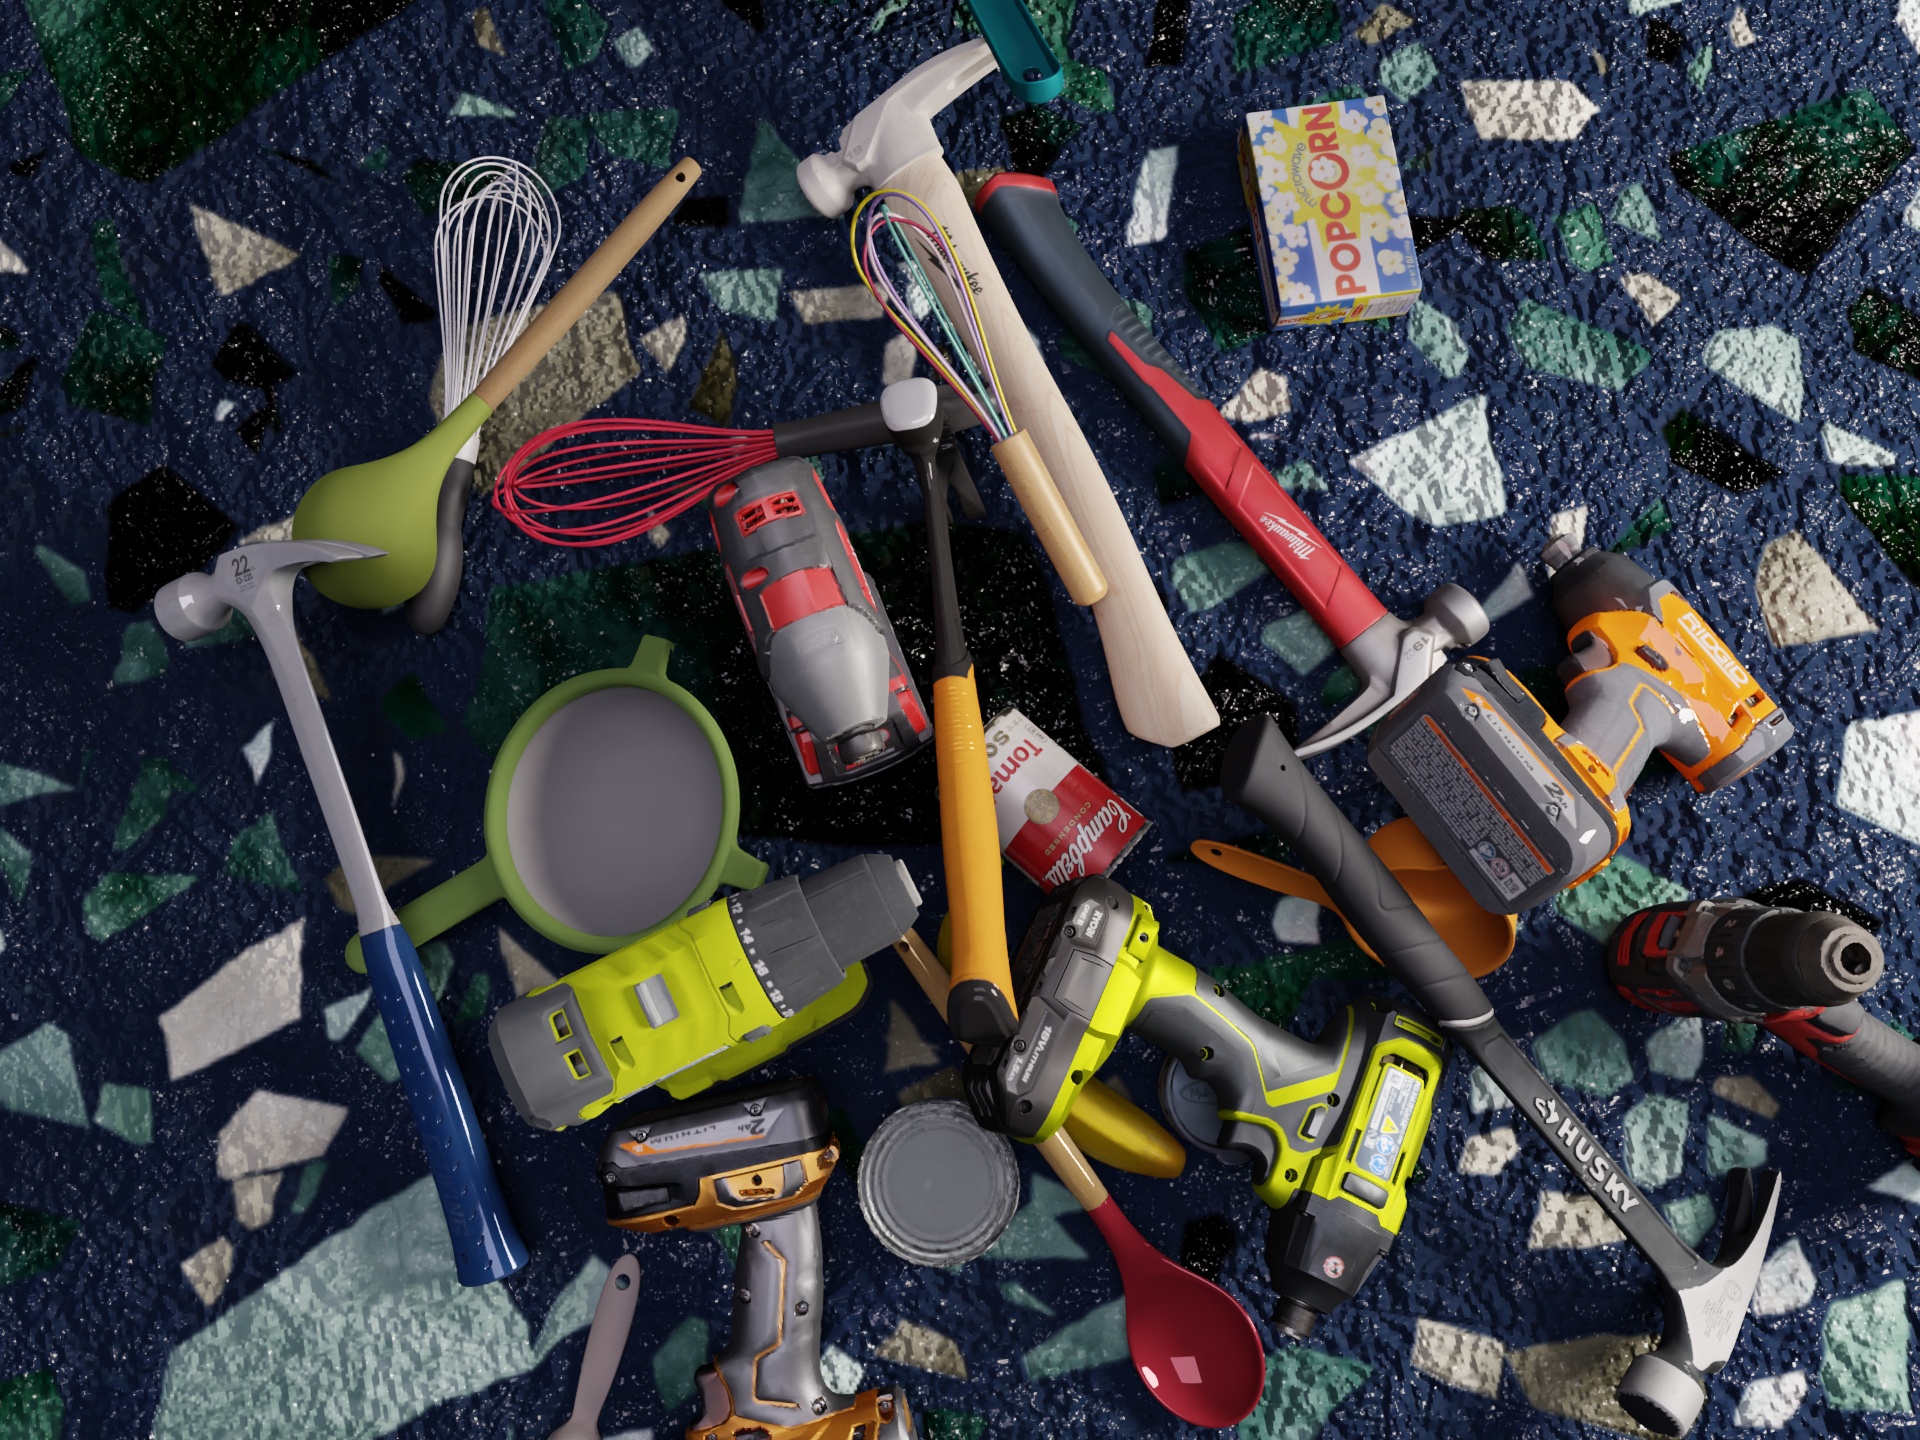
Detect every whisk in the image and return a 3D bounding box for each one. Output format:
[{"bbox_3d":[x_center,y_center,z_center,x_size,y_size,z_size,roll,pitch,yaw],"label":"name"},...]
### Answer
[{"bbox_3d":[-0.284,-0.189,0.923,0.070,0.070,0.284,9,85,2],"label":"whisk"},{"bbox_3d":[-0.121,-0.151,0.895,0.296,0.073,0.073,-11,80,4],"label":"whisk"},{"bbox_3d":[0.012,-0.169,0.853,0.047,0.051,0.245,-30,101,-1],"label":"whisk"}]

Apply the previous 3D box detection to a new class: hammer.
[{"bbox_3d":[0.268,0.159,0.795,0.149,0.036,0.409,-44,99,-26],"label":"hammer"},{"bbox_3d":[-0.001,-0.003,0.806,0.034,0.127,0.337,-10,64,9],"label":"hammer"},{"bbox_3d":[-0.305,0.099,0.836,0.144,0.035,0.405,-18,91,27],"label":"hammer"},{"bbox_3d":[0.050,-0.179,0.901,0.146,0.038,0.411,-29,83,26],"label":"hammer"},{"bbox_3d":[0.124,-0.157,0.919,0.143,0.038,0.386,-38,82,-4],"label":"hammer"}]

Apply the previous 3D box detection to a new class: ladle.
[{"bbox_3d":[-0.251,-0.194,0.890,0.078,0.062,0.320,40,77,-11],"label":"ladle"},{"bbox_3d":[0.055,0.232,0.830,0.069,0.031,0.315,-35,92,14],"label":"ladle"}]

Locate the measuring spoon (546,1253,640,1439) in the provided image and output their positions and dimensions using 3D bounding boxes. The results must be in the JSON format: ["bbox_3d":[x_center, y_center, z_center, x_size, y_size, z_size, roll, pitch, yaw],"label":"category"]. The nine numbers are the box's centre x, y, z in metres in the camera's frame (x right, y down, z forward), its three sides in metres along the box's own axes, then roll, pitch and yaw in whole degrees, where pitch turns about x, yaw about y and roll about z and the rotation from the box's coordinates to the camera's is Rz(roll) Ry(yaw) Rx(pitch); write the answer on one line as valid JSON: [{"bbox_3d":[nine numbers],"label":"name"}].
[{"bbox_3d":[-0.194,0.346,0.843,0.034,0.018,0.124,14,80,3],"label":"measuring spoon"}]

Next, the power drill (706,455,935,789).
[{"bbox_3d":[-0.067,-0.034,0.806,0.078,0.219,0.143,-22,80,-3],"label":"power drill"}]

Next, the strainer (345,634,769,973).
[{"bbox_3d":[-0.222,0.076,0.877,0.256,0.069,0.151,-29,75,13],"label":"strainer"}]

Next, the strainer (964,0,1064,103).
[{"bbox_3d":[-0.010,-0.478,0.887,0.211,0.095,0.341,-18,57,-3],"label":"strainer"}]

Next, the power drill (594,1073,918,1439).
[{"bbox_3d":[-0.129,0.314,0.818,0.185,0.084,0.226,-12,85,-3],"label":"power drill"}]

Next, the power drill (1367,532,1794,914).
[{"bbox_3d":[0.319,-0.010,0.833,0.226,0.084,0.164,-24,71,-34],"label":"power drill"}]

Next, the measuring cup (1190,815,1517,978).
[{"bbox_3d":[0.214,0.079,0.860,0.174,0.095,0.052,18,47,16],"label":"measuring cup"}]

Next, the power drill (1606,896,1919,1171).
[{"bbox_3d":[0.458,0.156,0.788,0.226,0.188,0.080,28,81,1],"label":"power drill"}]

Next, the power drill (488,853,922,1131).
[{"bbox_3d":[-0.106,0.126,0.774,0.190,0.228,0.080,-26,81,-4],"label":"power drill"}]

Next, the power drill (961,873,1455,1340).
[{"bbox_3d":[0.122,0.189,0.795,0.223,0.080,0.171,28,72,-6],"label":"power drill"}]
